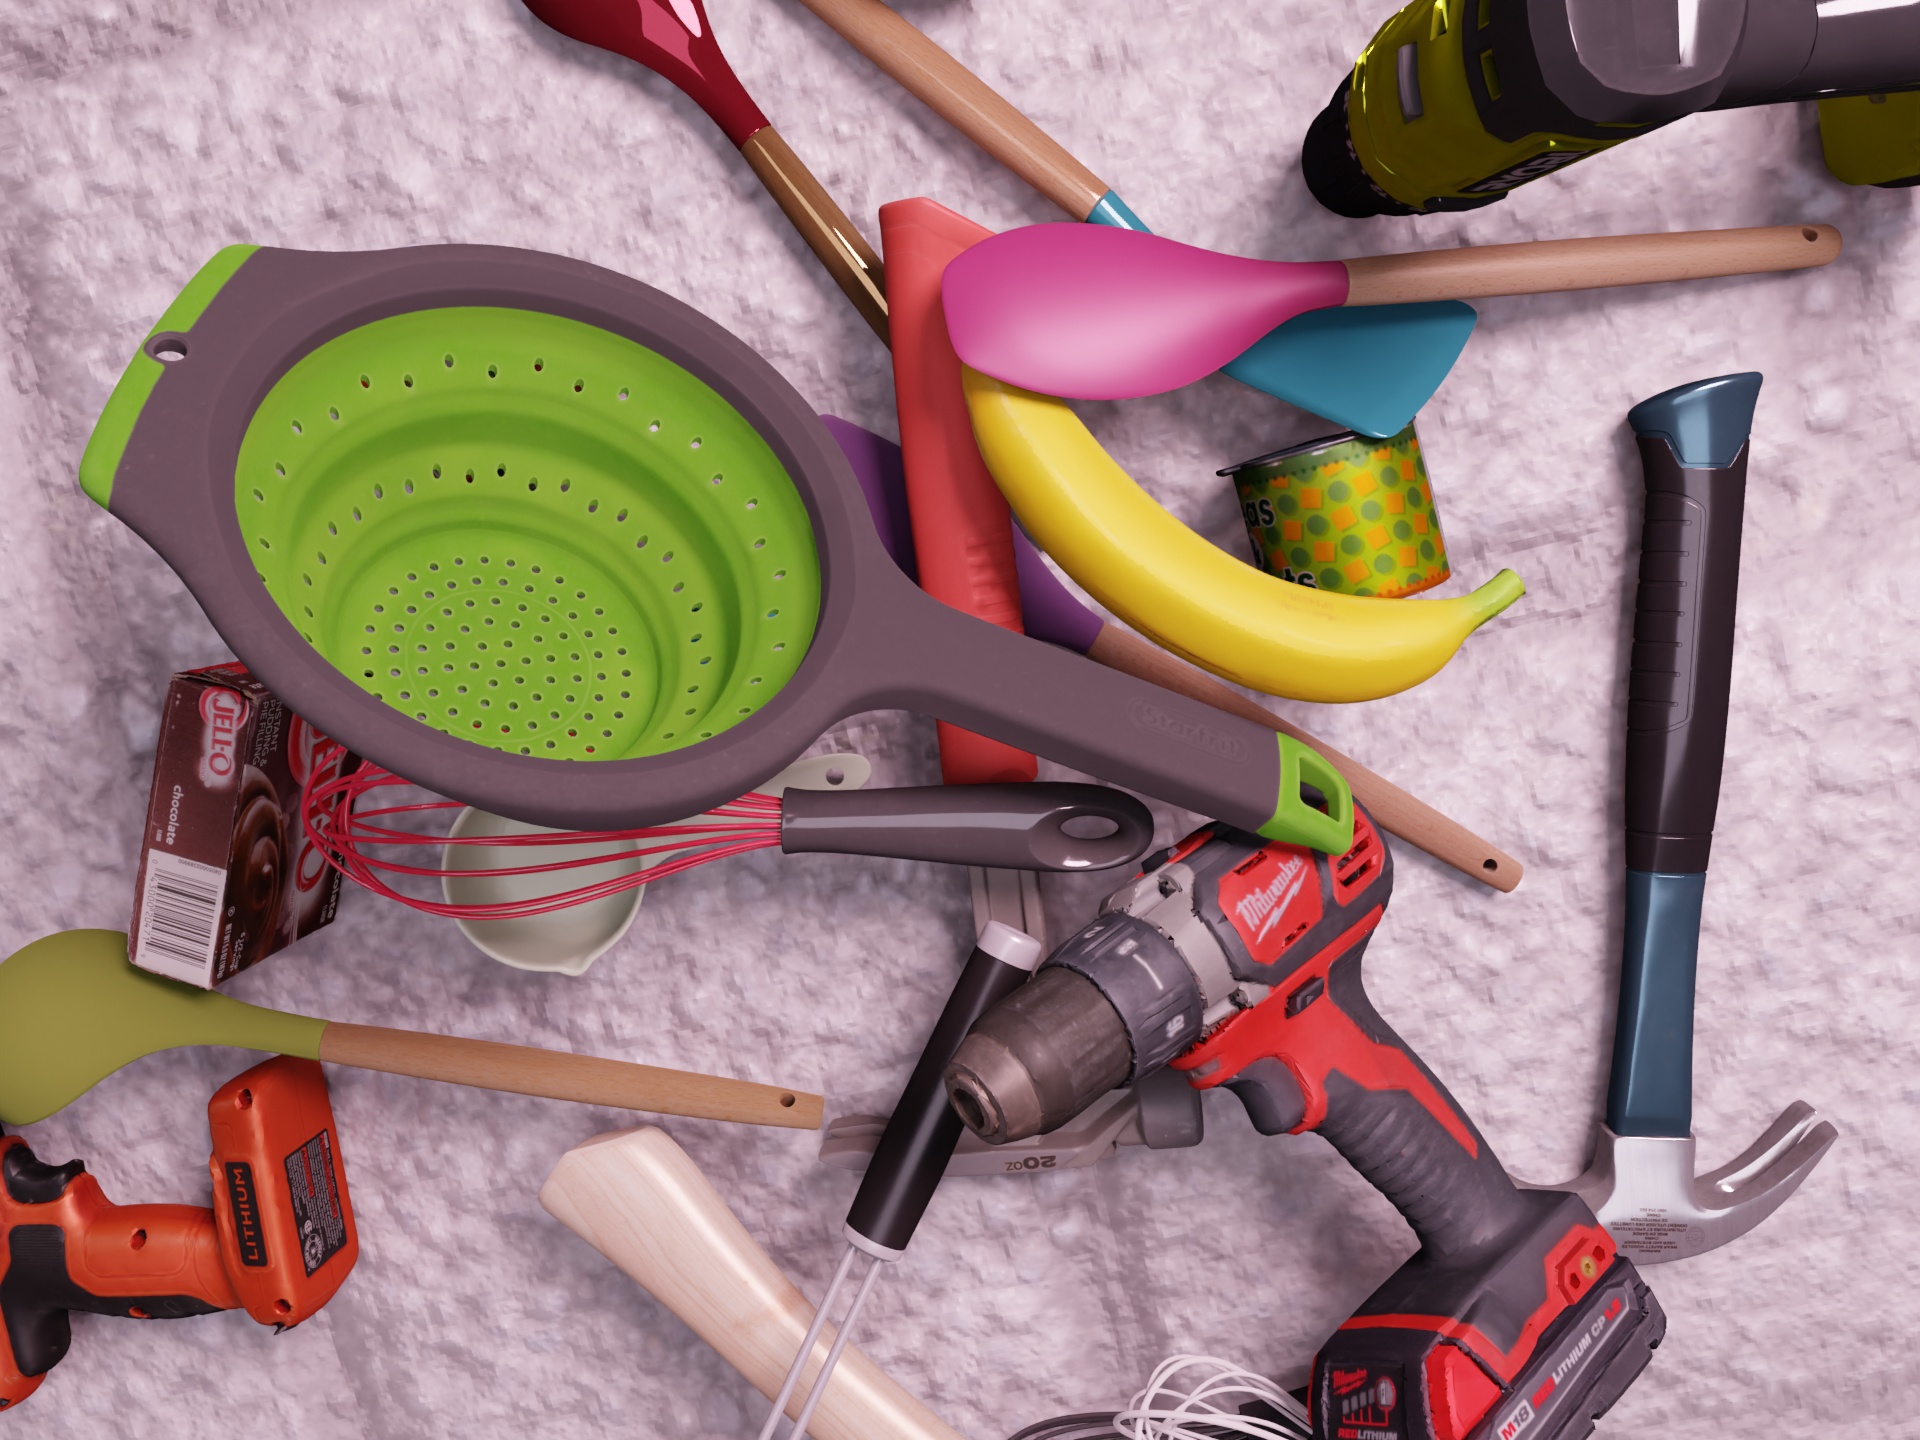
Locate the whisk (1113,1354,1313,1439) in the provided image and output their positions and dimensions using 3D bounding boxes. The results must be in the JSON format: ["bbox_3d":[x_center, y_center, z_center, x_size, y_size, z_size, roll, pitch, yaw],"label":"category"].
[{"bbox_3d":[0.160,0.288,0.590,0.246,0.058,0.059,26,143,-21],"label":"whisk"}]

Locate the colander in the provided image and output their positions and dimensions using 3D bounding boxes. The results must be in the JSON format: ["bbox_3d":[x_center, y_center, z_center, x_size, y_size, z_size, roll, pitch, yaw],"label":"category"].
[{"bbox_3d":[-0.061,-0.015,0.516,0.397,0.205,0.094,20,141,-15],"label":"colander"}]

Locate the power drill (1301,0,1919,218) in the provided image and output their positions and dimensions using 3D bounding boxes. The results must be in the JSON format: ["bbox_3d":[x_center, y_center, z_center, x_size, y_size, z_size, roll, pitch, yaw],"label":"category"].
[{"bbox_3d":[0.231,-0.200,0.491,0.228,0.190,0.080,-9,98,-8],"label":"power drill"}]

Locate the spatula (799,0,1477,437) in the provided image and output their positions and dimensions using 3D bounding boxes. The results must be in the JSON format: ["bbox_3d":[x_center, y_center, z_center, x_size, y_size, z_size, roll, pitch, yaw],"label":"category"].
[{"bbox_3d":[0.033,-0.206,0.561,0.317,0.044,0.082,38,59,2],"label":"spatula"}]

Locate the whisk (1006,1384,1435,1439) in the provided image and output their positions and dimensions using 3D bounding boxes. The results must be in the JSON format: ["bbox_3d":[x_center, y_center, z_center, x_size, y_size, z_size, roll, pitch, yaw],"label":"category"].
[{"bbox_3d":[0.116,0.284,0.628,0.239,0.055,0.055,-17,97,3],"label":"whisk"}]

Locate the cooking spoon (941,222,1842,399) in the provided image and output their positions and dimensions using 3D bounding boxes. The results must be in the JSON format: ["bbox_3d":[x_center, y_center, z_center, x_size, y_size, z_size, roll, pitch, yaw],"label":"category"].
[{"bbox_3d":[0.151,-0.149,0.532,0.319,0.017,0.069,-7,70,-10],"label":"cooking spoon"}]

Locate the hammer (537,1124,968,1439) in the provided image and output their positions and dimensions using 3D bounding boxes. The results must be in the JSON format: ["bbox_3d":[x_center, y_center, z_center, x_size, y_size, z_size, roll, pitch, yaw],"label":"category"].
[{"bbox_3d":[0.004,0.301,0.589,0.411,0.038,0.146,36,92,8],"label":"hammer"}]

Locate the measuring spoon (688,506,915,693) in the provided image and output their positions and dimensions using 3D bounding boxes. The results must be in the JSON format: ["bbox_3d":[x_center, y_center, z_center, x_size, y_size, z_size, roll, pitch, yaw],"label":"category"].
[{"bbox_3d":[-0.061,-0.047,0.610,0.128,0.021,0.042,-32,95,-1],"label":"measuring spoon"}]

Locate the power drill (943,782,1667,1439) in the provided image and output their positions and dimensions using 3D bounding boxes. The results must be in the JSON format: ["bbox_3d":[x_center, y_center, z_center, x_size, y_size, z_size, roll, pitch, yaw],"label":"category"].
[{"bbox_3d":[0.112,0.150,0.532,0.188,0.080,0.227,-28,86,-33],"label":"power drill"}]

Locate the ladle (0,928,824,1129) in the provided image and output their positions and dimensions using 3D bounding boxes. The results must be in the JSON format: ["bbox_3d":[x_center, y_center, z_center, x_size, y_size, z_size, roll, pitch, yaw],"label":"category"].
[{"bbox_3d":[-0.212,0.132,0.602,0.320,0.078,0.062,9,136,-3],"label":"ladle"}]

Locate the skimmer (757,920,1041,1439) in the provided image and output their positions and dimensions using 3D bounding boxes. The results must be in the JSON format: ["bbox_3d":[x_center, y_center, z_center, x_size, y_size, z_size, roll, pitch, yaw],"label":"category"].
[{"bbox_3d":[-0.057,0.240,0.536,0.127,0.090,0.363,25,89,2],"label":"skimmer"}]

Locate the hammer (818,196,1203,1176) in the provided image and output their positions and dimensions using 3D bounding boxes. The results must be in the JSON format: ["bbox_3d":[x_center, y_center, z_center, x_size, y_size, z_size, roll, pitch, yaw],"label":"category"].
[{"bbox_3d":[-0.001,-0.002,0.580,0.149,0.037,0.359,-5,104,8],"label":"hammer"}]

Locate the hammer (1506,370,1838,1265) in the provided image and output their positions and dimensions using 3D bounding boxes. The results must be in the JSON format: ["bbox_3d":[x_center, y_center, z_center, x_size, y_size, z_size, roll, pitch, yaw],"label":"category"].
[{"bbox_3d":[0.259,0.041,0.584,0.128,0.033,0.331,1,98,6],"label":"hammer"}]

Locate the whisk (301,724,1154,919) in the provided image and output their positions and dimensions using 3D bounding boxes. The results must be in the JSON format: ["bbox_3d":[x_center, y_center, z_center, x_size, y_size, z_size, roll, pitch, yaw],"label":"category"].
[{"bbox_3d":[-0.080,0.035,0.554,0.296,0.073,0.073,1,99,0],"label":"whisk"}]

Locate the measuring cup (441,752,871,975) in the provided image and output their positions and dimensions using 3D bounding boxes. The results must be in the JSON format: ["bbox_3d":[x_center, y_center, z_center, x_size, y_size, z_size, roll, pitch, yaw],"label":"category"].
[{"bbox_3d":[-0.115,0.042,0.619,0.167,0.038,0.083,-18,97,-4],"label":"measuring cup"}]

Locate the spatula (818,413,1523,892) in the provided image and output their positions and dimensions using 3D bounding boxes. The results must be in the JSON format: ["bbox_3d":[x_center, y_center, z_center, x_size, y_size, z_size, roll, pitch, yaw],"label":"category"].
[{"bbox_3d":[0.071,-0.016,0.596,0.316,0.018,0.060,29,99,-2],"label":"spatula"}]

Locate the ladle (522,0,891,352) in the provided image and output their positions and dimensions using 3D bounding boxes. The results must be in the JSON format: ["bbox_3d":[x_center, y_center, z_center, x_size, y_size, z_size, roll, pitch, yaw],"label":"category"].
[{"bbox_3d":[-0.059,-0.191,0.582,0.069,0.031,0.315,-38,95,8],"label":"ladle"}]
